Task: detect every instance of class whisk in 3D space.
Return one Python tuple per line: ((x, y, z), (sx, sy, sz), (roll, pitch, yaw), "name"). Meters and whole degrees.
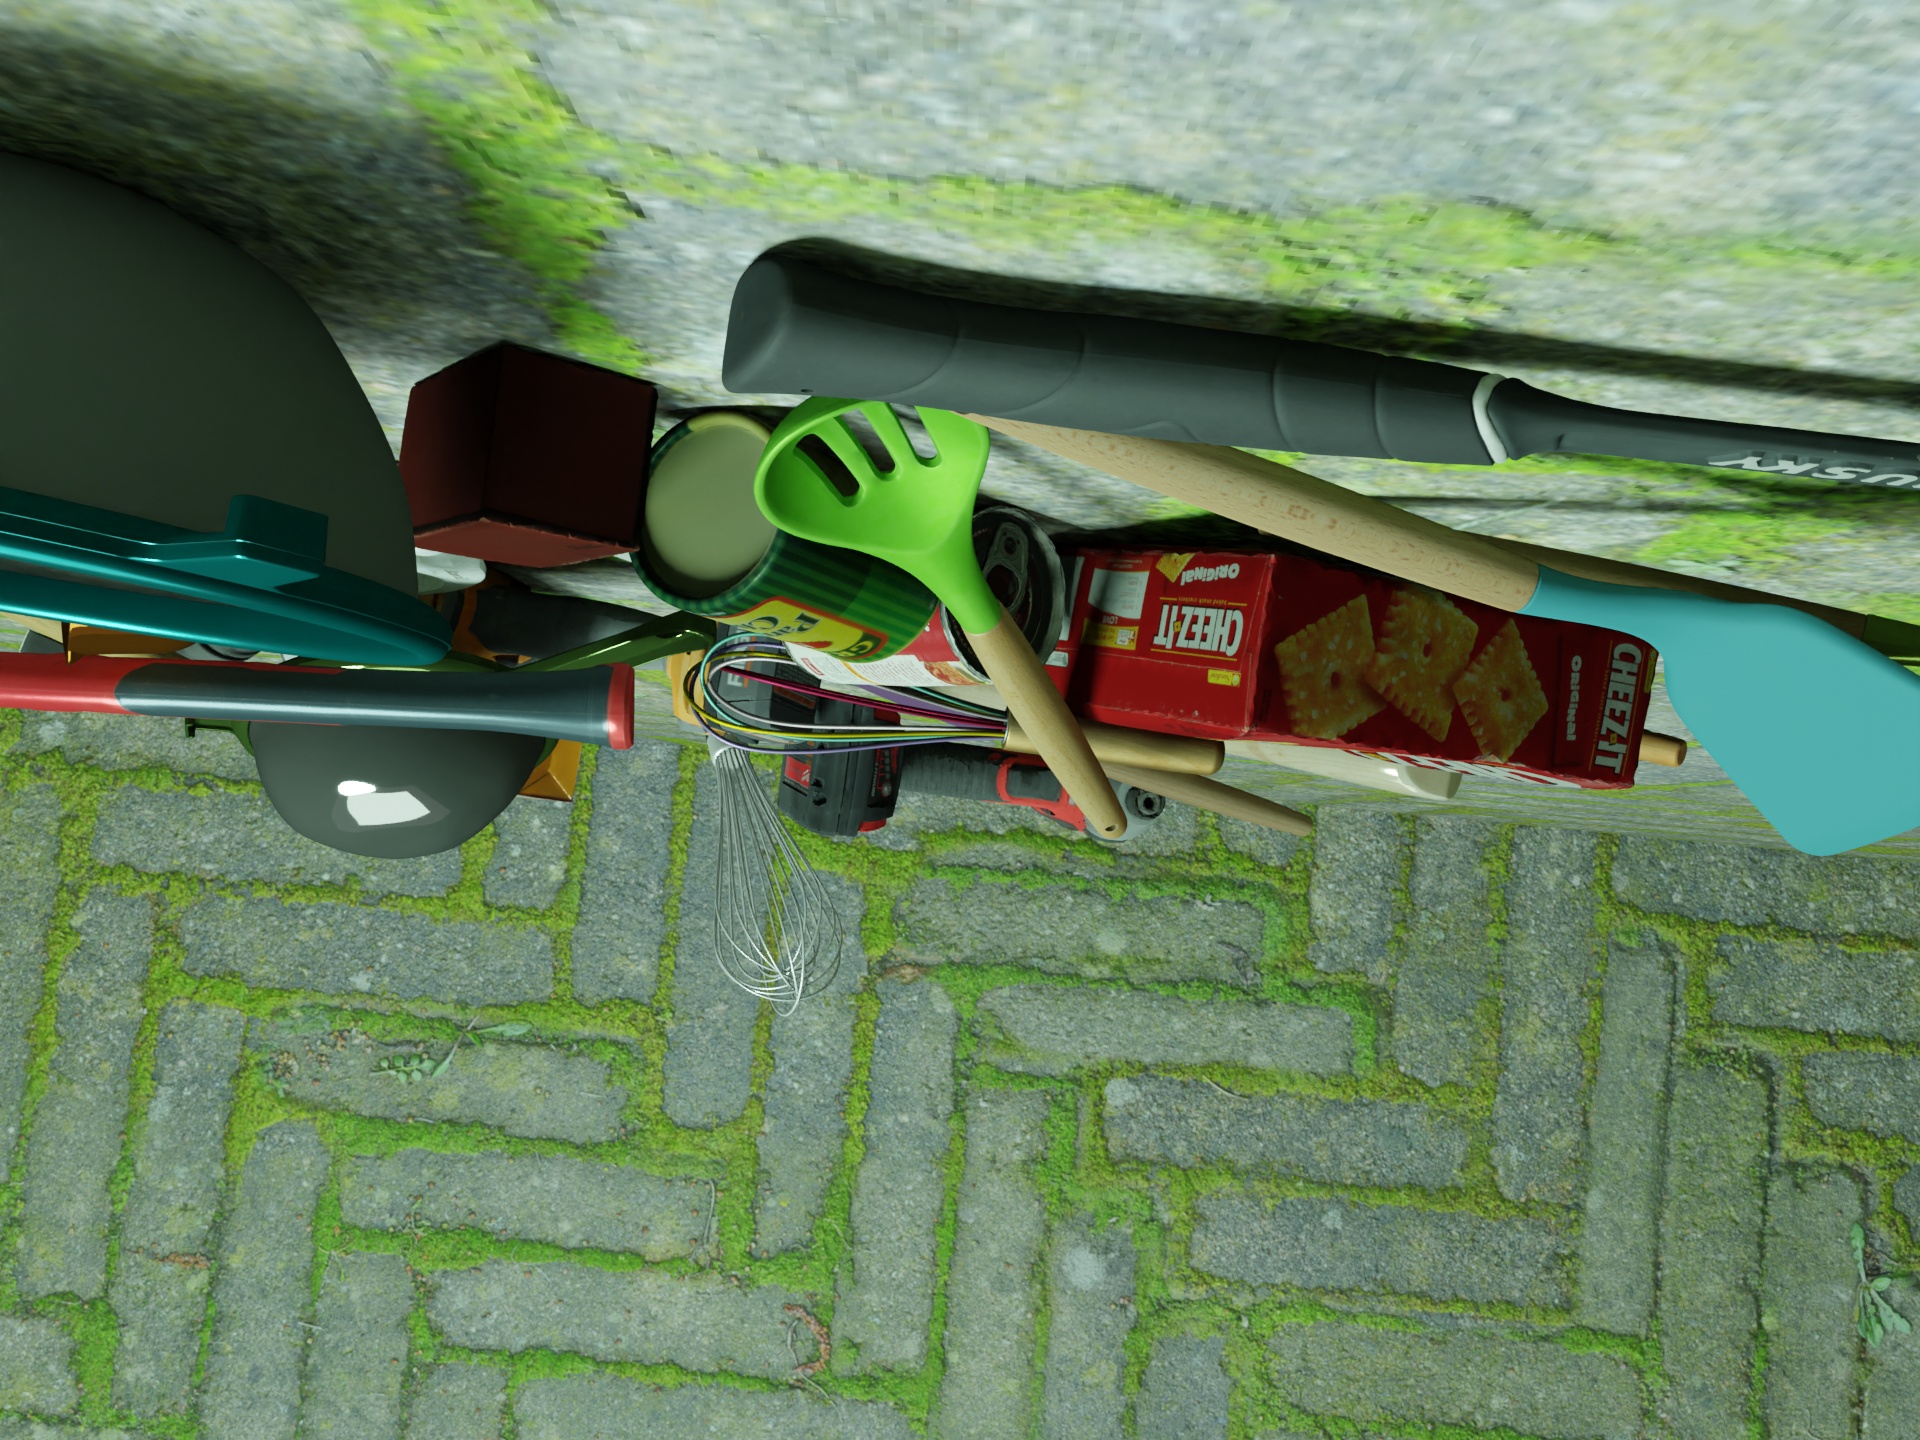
((-0.123, 0.039, 0.893), (0.070, 0.285, 0.070), (-13, 141, -11), "whisk")
((-0.001, -0.004, 0.713), (0.245, 0.051, 0.047), (8, -167, -7), "whisk")

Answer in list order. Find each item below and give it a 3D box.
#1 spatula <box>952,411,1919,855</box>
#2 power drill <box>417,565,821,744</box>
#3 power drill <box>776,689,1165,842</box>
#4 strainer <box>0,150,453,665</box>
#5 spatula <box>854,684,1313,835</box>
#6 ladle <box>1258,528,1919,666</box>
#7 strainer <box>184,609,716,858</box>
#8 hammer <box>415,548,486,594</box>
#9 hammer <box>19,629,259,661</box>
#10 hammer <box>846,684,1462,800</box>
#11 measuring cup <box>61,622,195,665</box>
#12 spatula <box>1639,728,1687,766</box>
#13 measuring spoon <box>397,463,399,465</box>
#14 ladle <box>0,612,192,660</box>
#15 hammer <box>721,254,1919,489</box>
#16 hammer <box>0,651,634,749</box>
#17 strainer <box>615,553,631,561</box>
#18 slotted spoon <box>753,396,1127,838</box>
((0.135, -0.037, 0.443), (0.317, 0.044, 0.082), (18, 153, -9), "spatula")
((-0.189, -0.042, 0.861), (0.226, 0.084, 0.185), (9, 176, 8), "power drill")
((0.011, 0.033, 0.945), (0.219, 0.078, 0.143), (7, -178, -18), "power drill")
((-0.229, -0.073, 0.430), (0.211, 0.095, 0.340), (9, 177, -8), "strainer")
((0.073, 0.020, 0.863), (0.315, 0.018, 0.060), (18, 178, -29), "spatula")
((0.244, -0.019, 0.490), (0.320, 0.062, 0.078), (16, -166, 23), "ladle")
((-0.221, 0.013, 0.740), (0.256, 0.069, 0.151), (-17, 152, 22), "strainer")
((-0.376, -0.094, 0.711), (0.331, 0.033, 0.128), (6, 174, -2), "hammer")
((-0.379, -0.041, 0.800), (0.146, 0.035, 0.335), (25, 161, -29), "hammer")
((0.078, -0.008, 0.904), (0.411, 0.038, 0.146), (11, 180, 31), "hammer")
((-0.334, -0.064, 0.641), (0.052, 0.095, 0.173), (-2, 174, -30), "measuring cup")
((0.200, -0.011, 0.805), (0.323, 0.041, 0.081), (17, -176, 43), "spatula")
((-0.193, -0.090, 0.627), (0.124, 0.018, 0.034), (4, 175, 12), "measuring spoon")
((-0.426, -0.056, 0.707), (0.069, 0.031, 0.315), (-19, 142, 40), "ladle")
((0.146, -0.071, 0.384), (0.409, 0.036, 0.149), (6, 176, -2), "hammer")
((-0.329, -0.011, 0.642), (0.386, 0.038, 0.143), (3, -170, -3), "hammer")
((-0.099, -0.065, 0.667), (0.087, 0.050, 0.258), (19, -179, 35), "strainer")
((0.013, -0.024, 0.560), (0.070, 0.031, 0.313), (-23, 147, 9), "slotted spoon")
